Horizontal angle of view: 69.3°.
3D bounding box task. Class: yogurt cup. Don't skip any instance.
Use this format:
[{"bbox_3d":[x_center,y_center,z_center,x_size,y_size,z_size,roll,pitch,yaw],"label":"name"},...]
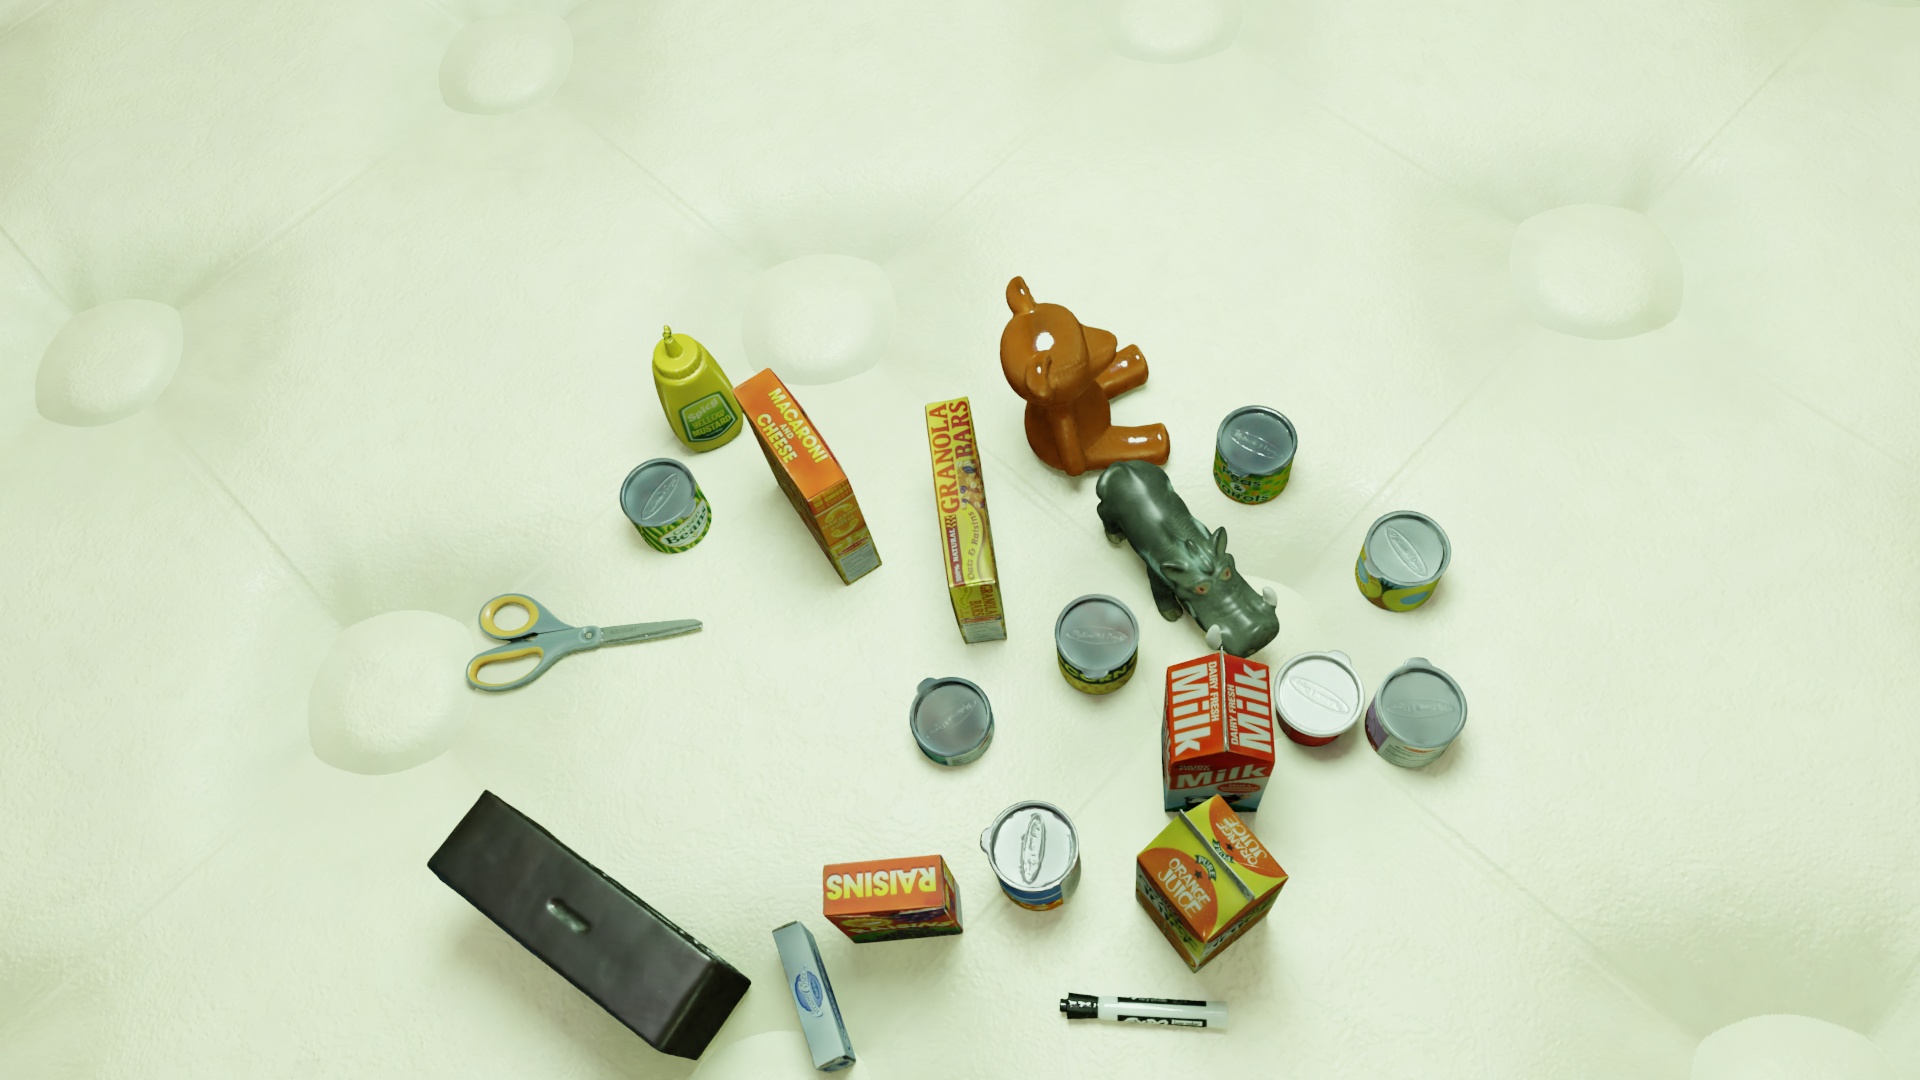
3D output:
[{"bbox_3d":[0.274,0.126,1.073,0.072,0.053,0.072,-2,65,5],"label":"yogurt cup"}]

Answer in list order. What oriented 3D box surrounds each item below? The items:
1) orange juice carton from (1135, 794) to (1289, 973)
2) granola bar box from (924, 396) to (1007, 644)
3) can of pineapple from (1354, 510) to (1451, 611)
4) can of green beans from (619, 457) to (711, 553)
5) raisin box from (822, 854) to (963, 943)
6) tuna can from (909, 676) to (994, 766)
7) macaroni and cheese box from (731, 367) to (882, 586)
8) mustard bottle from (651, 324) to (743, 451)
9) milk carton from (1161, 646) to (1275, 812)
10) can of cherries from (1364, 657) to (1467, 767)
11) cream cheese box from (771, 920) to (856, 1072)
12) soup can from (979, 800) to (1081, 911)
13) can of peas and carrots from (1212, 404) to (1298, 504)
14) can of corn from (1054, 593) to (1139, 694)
[{"bbox_3d":[0.170,0.235,0.956,0.073,0.192,0.072,-35,66,-10],"label":"orange juice carton"},{"bbox_3d":[0.004,-0.014,1.130,0.039,0.123,0.166,-9,64,2],"label":"granola bar box"},{"bbox_3d":[0.352,0.018,1.114,0.071,0.057,0.071,-2,65,5],"label":"can of pineapple"},{"bbox_3d":[-0.254,-0.029,1.203,0.071,0.057,0.071,-2,65,5],"label":"can of green beans"},{"bbox_3d":[-0.047,0.261,1.006,0.086,0.123,0.040,-5,65,4],"label":"raisin box"},{"bbox_3d":[-0.008,0.143,1.108,0.071,0.032,0.071,-2,65,5],"label":"tuna can"},{"bbox_3d":[-0.123,-0.050,1.138,0.040,0.165,0.124,-32,66,-9],"label":"macaroni and cheese box"},{"bbox_3d":[-0.233,-0.134,1.193,0.065,0.159,0.049,-28,65,-7],"label":"mustard bottle"},{"bbox_3d":[0.184,0.140,1.001,0.073,0.189,0.072,-1,65,6],"label":"milk carton"},{"bbox_3d":[0.347,0.132,1.060,0.071,0.058,0.072,-2,65,5],"label":"can of cherries"},{"bbox_3d":[-0.107,0.334,1.016,0.024,0.053,0.104,-22,64,-4],"label":"cream cheese box"},{"bbox_3d":[0.053,0.234,1.029,0.071,0.083,0.071,-2,65,5],"label":"soup can"},{"bbox_3d":[0.245,-0.069,1.166,0.071,0.058,0.071,-2,65,5],"label":"can of peas and carrots"},{"bbox_3d":[0.109,0.086,1.108,0.071,0.058,0.071,-2,65,5],"label":"can of corn"}]
